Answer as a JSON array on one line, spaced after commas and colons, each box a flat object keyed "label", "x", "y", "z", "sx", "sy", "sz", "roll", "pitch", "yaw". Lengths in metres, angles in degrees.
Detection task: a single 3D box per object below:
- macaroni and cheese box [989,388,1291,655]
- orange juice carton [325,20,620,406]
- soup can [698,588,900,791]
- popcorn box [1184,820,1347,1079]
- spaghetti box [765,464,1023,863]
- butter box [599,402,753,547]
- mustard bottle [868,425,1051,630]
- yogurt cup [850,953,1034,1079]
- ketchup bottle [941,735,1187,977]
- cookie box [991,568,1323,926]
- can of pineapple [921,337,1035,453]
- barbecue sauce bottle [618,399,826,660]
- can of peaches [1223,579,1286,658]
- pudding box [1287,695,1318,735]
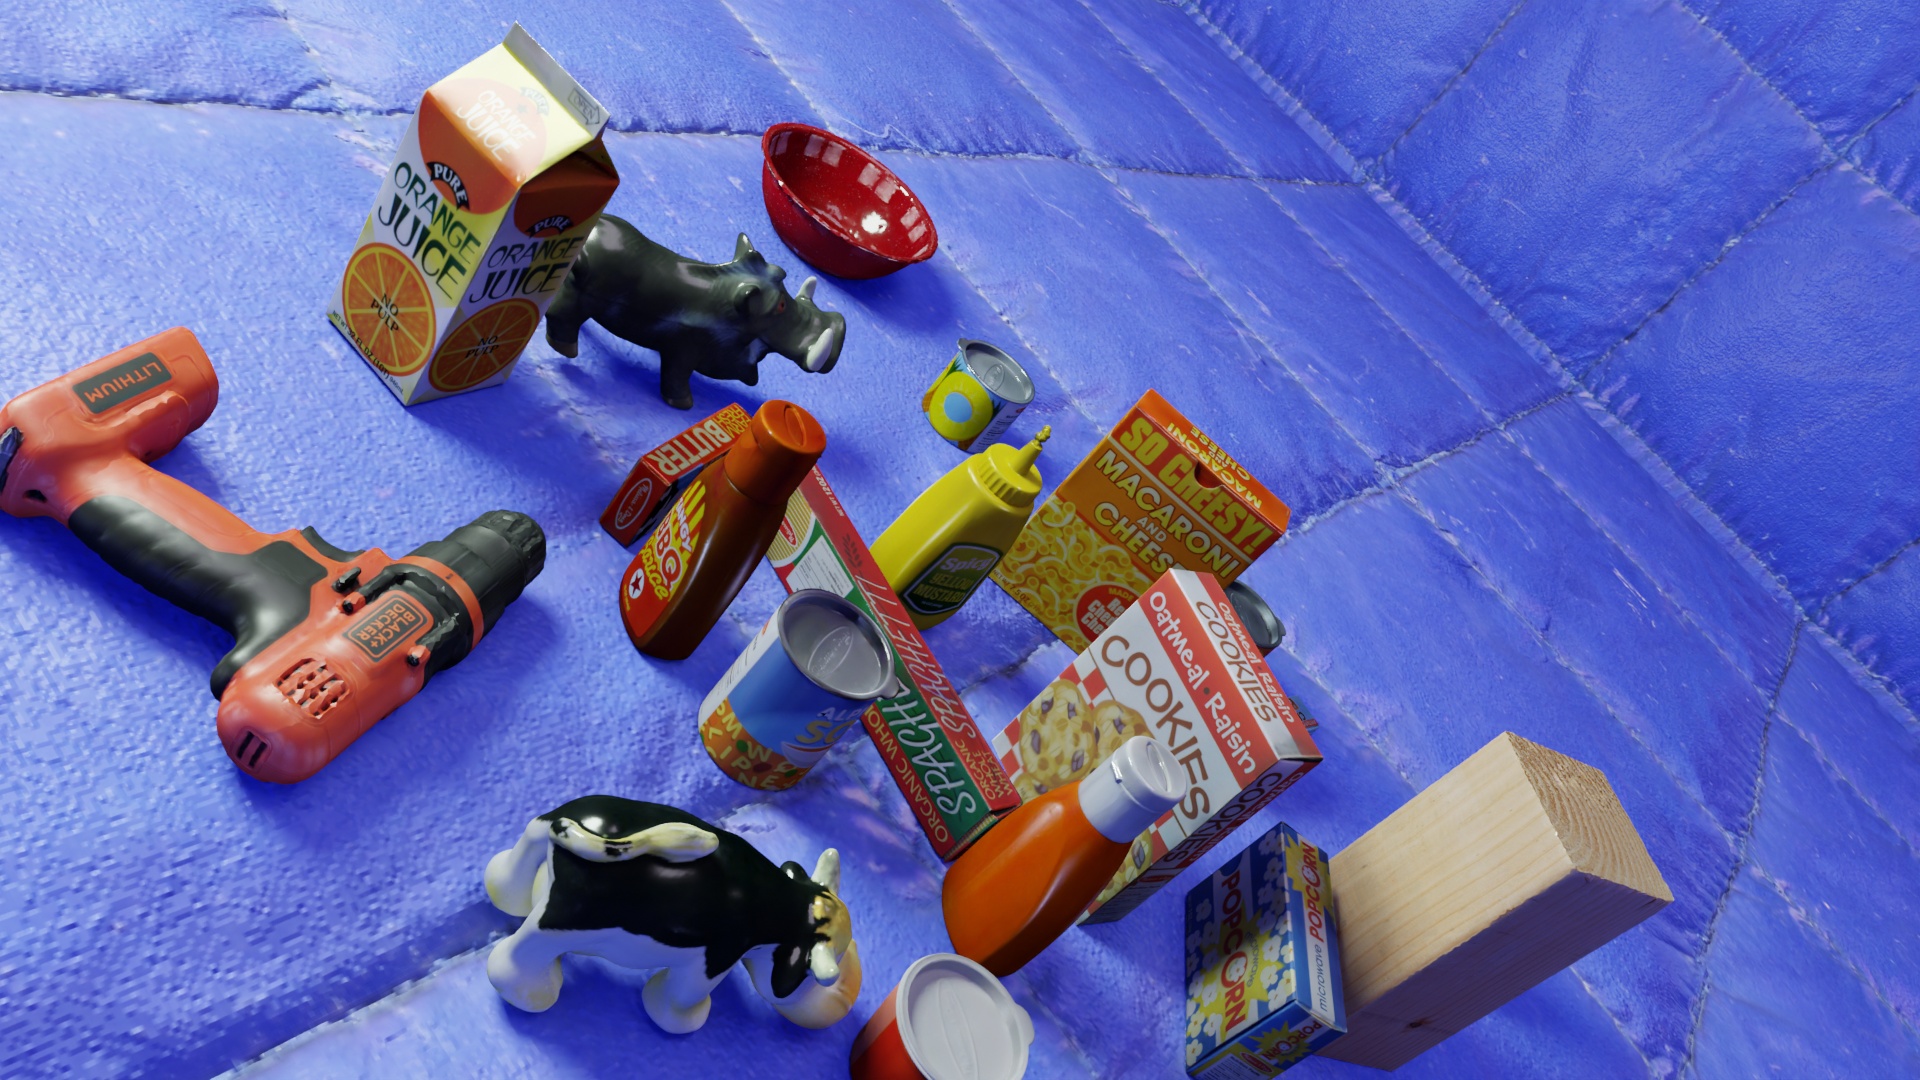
[{"label": "macaroni and cheese box", "x": 0.114, "y": 0.002, "z": 0.912, "sx": 0.124, "sy": 0.165, "sz": 0.040, "roll": 41, "pitch": 31, "yaw": -1}, {"label": "orange juice carton", "x": -0.243, "y": -0.164, "z": 0.708, "sx": 0.072, "sy": 0.191, "sz": 0.073, "roll": 47, "pitch": 32, "yaw": 9}, {"label": "soup can", "x": -0.080, "y": 0.077, "z": 0.691, "sx": 0.071, "sy": 0.083, "sz": 0.072, "roll": 28, "pitch": 34, "yaw": -21}, {"label": "popcorn box", "x": 0.165, "y": 0.230, "z": 0.766, "sx": 0.038, "sy": 0.085, "sz": 0.127, "roll": 33, "pitch": 32, "yaw": -13}, {"label": "spaghetti box", "x": -0.049, "y": 0.060, "z": 0.777, "sx": 0.029, "sy": 0.050, "sz": 0.251, "roll": -3, "pitch": 53, "yaw": -49}, {"label": "butter box", "x": -0.156, "y": -0.039, "z": 0.780, "sx": 0.024, "sy": 0.053, "sz": 0.104, "roll": 42, "pitch": 32, "yaw": 1}, {"label": "mustard bottle", "x": 0.003, "y": -0.010, "z": 0.814, "sx": 0.065, "sy": 0.159, "sz": 0.049, "roll": 12, "pitch": 42, "yaw": -39}, {"label": "yogurt cup", "x": -0.012, "y": 0.225, "z": 0.612, "sx": 0.072, "sy": 0.053, "sz": 0.073, "roll": 28, "pitch": 34, "yaw": -21}, {"label": "ketchup bottle", "x": 0.049, "y": 0.151, "z": 0.677, "sx": 0.043, "sy": 0.148, "sz": 0.065, "roll": 19, "pitch": 38, "yaw": -32}, {"label": "cookie box", "x": 0.102, "y": 0.114, "z": 0.761, "sx": 0.040, "sy": 0.166, "sz": 0.123, "roll": 8, "pitch": 44, "yaw": -42}, {"label": "can of pineapple", "x": 0.012, "y": -0.109, "z": 1.040, "sx": 0.071, "sy": 0.057, "sz": 0.071, "roll": 28, "pitch": 34, "yaw": -21}, {"label": "barbecue sauce bottle", "x": -0.119, "y": -0.007, "z": 0.691, "sx": 0.044, "sy": 0.148, "sz": 0.065, "roll": 16, "pitch": 40, "yaw": -36}, {"label": "can of peaches", "x": 0.193, "y": 0.070, "z": 1.016, "sx": 0.071, "sy": 0.057, "sz": 0.071, "roll": 28, "pitch": 34, "yaw": -21}, {"label": "pudding box", "x": 0.205, "y": 0.135, "z": 0.958, "sx": 0.084, "sy": 0.049, "sz": 0.030, "roll": -1, "pitch": 51, "yaw": -48}]
